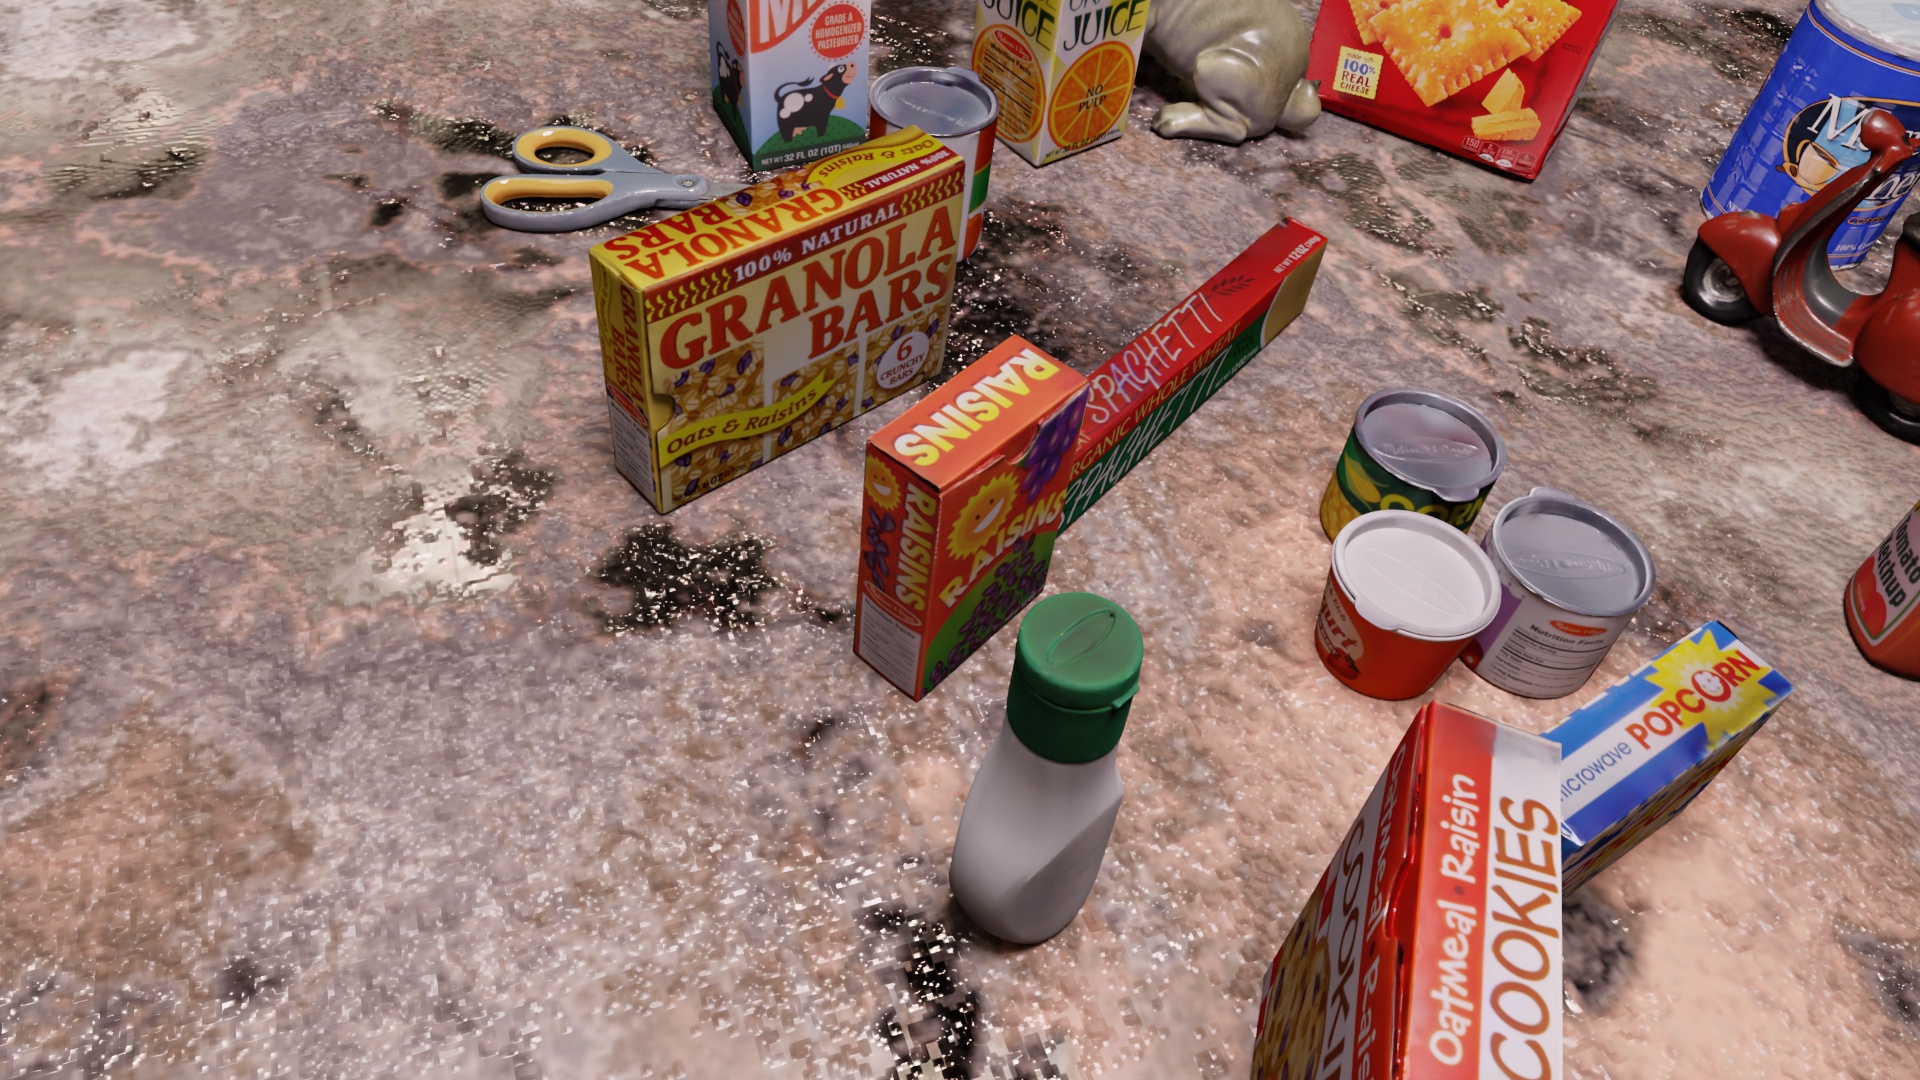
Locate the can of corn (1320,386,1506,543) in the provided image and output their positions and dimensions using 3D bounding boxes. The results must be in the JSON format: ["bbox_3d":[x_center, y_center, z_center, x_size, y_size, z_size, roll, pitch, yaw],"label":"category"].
[{"bbox_3d":[0.202,-0.024,0.622,0.071,0.058,0.071,4,47,-4],"label":"can of corn"}]

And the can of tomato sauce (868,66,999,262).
[{"bbox_3d":[-0.016,-0.199,0.738,0.071,0.082,0.071,4,47,-4],"label":"can of tomato sauce"}]

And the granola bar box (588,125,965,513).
[{"bbox_3d":[-0.075,-0.097,0.609,0.166,0.123,0.039,-31,58,-30],"label":"granola bar box"}]

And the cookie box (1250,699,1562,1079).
[{"bbox_3d":[0.114,0.143,0.383,0.040,0.166,0.123,16,48,7],"label":"cookie box"}]

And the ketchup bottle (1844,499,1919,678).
[{"bbox_3d":[0.430,-0.009,0.577,0.043,0.148,0.065,16,48,7],"label":"ketchup bottle"}]

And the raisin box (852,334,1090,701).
[{"bbox_3d":[0.002,-0.007,0.536,0.040,0.122,0.086,35,53,23],"label":"raisin box"}]

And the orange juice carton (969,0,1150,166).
[{"bbox_3d":[0.060,-0.318,0.783,0.072,0.191,0.073,-28,56,-28],"label":"orange juice carton"}]

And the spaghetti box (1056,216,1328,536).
[{"bbox_3d":[0.100,-0.081,0.667,0.029,0.049,0.251,33,52,22],"label":"spaghetti box"}]

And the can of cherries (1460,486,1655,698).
[{"bbox_3d":[0.247,0.022,0.586,0.071,0.058,0.072,4,47,-4],"label":"can of cherries"}]

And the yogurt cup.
[{"bbox_3d":[0.180,0.029,0.574,0.072,0.053,0.073,4,47,-4],"label":"yogurt cup"}]

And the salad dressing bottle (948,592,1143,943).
[{"bbox_3d":[0.029,0.076,0.447,0.044,0.146,0.064,38,54,25],"label":"salad dressing bottle"}]

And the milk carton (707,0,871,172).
[{"bbox_3d":[-0.094,-0.306,0.753,0.072,0.189,0.074,-16,52,-21],"label":"milk carton"}]

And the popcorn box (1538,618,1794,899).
[{"bbox_3d":[0.231,0.090,0.504,0.127,0.084,0.038,-24,55,-26],"label":"popcorn box"}]
